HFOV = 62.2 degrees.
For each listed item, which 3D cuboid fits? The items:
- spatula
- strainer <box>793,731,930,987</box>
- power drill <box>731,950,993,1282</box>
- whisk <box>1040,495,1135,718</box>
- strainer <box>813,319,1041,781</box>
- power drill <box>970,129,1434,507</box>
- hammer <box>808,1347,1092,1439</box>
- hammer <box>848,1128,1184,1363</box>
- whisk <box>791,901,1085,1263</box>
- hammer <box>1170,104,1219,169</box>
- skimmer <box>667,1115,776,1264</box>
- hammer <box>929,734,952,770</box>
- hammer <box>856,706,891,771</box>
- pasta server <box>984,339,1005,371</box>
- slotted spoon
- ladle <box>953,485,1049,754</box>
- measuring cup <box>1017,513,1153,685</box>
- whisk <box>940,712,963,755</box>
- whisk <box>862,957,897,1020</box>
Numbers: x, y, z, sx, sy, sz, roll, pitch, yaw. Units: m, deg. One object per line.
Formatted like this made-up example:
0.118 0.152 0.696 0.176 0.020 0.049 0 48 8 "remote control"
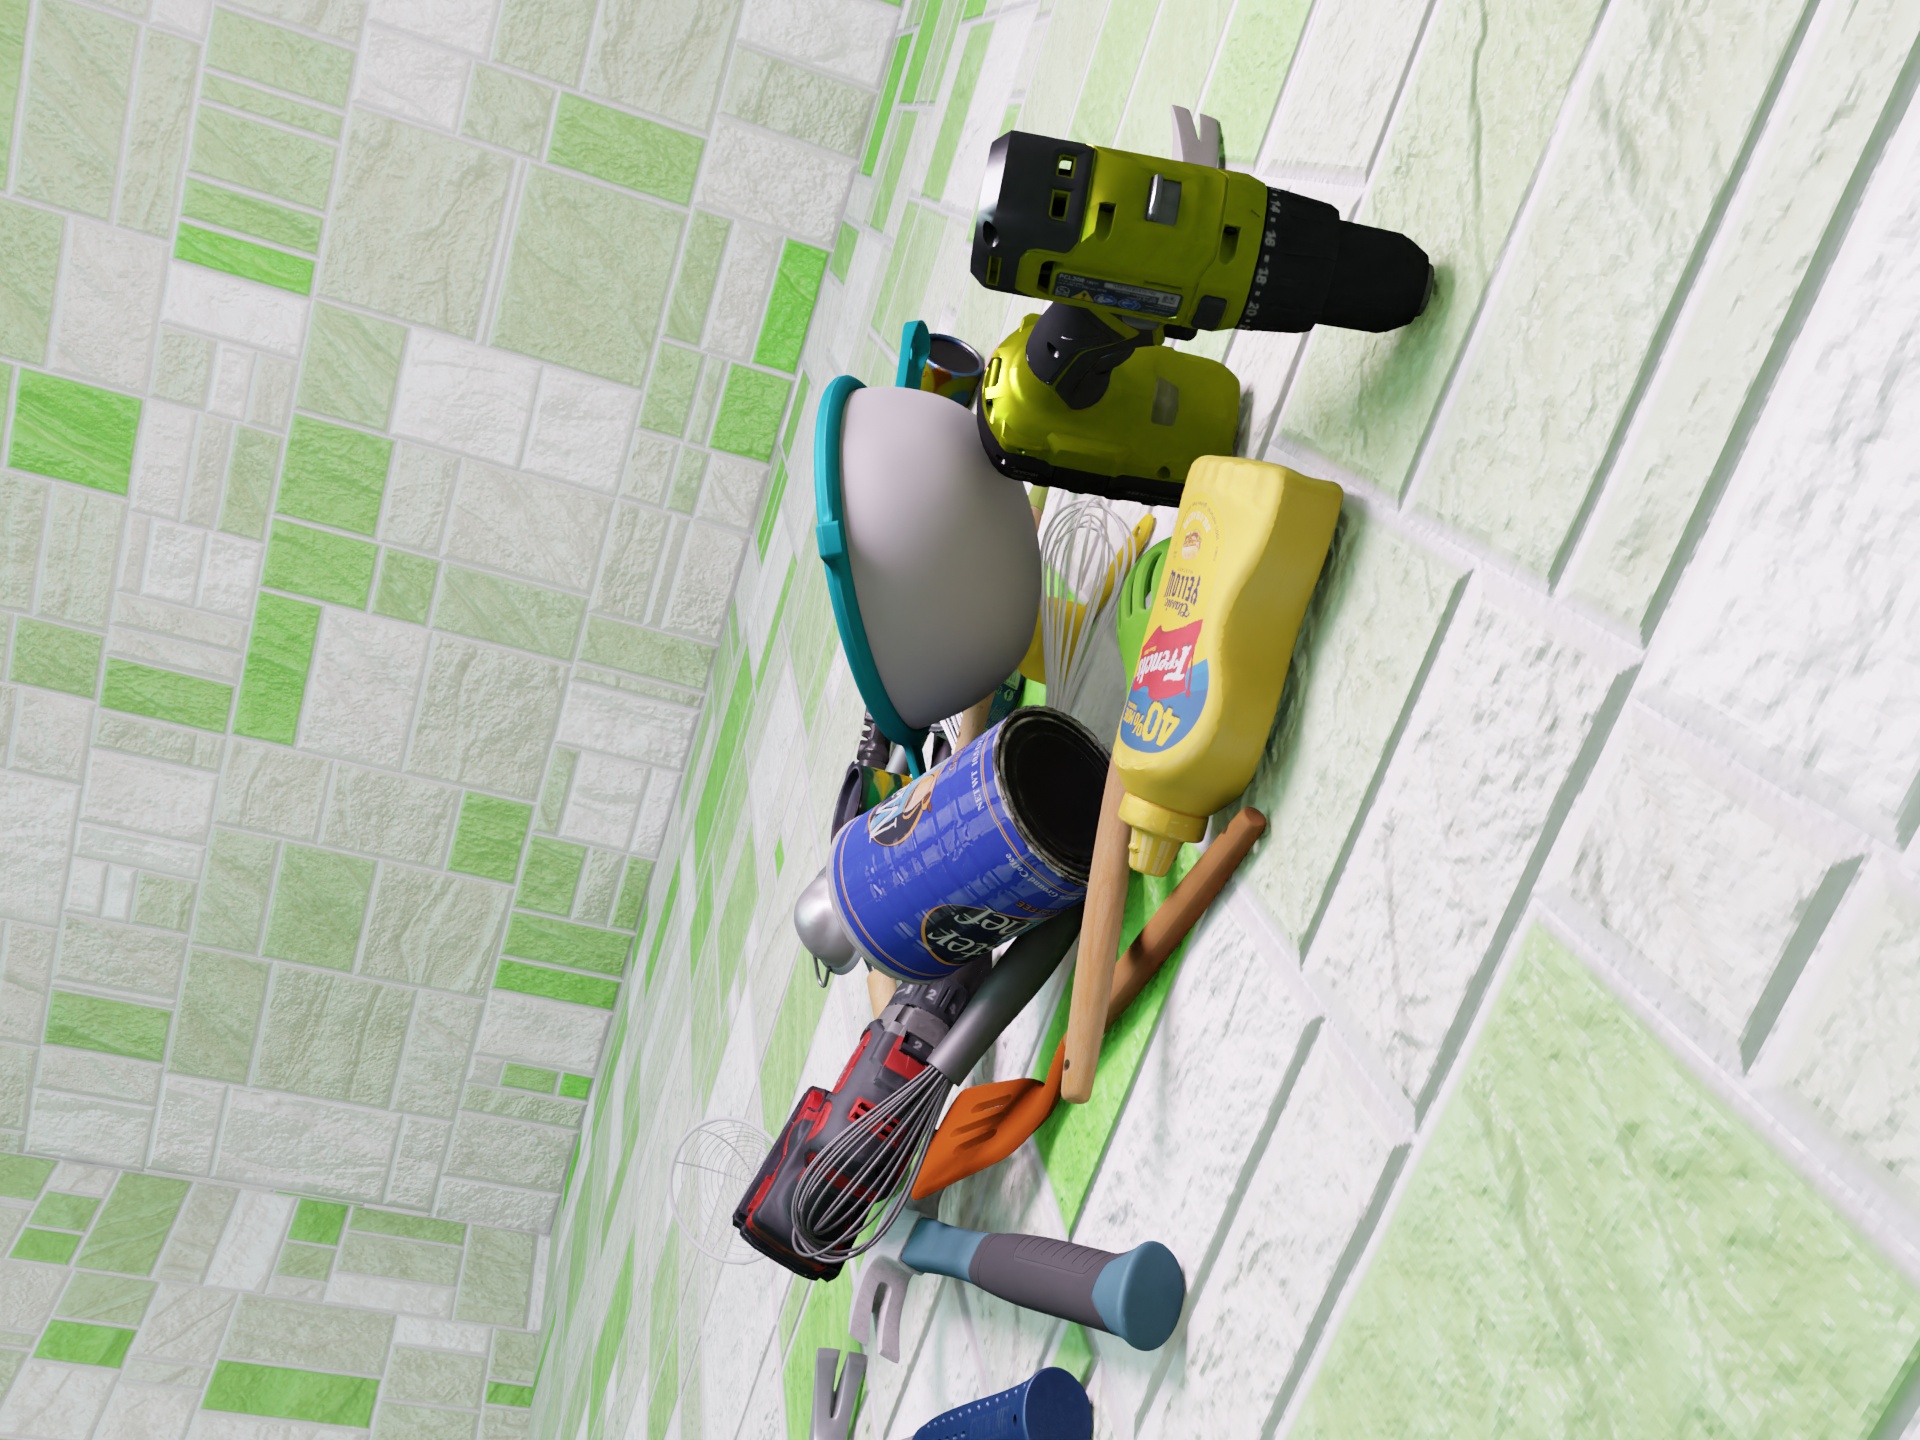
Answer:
0.060 0.145 0.795 0.322 0.041 0.081 -61 -1 40 "spatula"
-0.074 0.092 1.190 0.087 0.050 0.258 43 114 45 "strainer"
-0.055 0.241 1.006 0.188 0.080 0.226 -58 -1 -40 "power drill"
0.057 -0.009 0.929 0.059 0.058 0.246 -9 -70 -66 "whisk"
-0.003 -0.141 0.934 0.341 0.095 0.210 -86 -17 -44 "strainer"
0.097 -0.179 0.744 0.228 0.190 0.080 105 176 -76 "power drill"
-0.025 0.400 0.880 0.405 0.035 0.144 126 153 -55 "hammer"
0.020 0.271 0.800 0.128 0.033 0.331 -60 12 -22 "hammer"
-0.008 0.187 0.848 0.239 0.055 0.055 -51 10 -12 "whisk"
0.107 -0.347 1.096 0.331 0.031 0.130 -122 47 -70 "hammer"
-0.148 0.361 1.264 0.127 0.090 0.363 66 152 11 "skimmer"
-0.011 0.016 1.186 0.146 0.035 0.335 135 146 -62 "hammer"
-0.046 -0.058 1.287 0.336 0.034 0.127 116 163 -66 "hammer"
0.035 -0.169 1.212 0.060 0.040 0.316 129 148 -57 "pasta server"
0.081 0.034 0.781 0.070 0.031 0.314 -42 31 57 "slotted spoon"
0.030 -0.120 1.045 0.078 0.062 0.320 128 159 -64 "ladle"
0.073 -0.078 0.976 0.156 0.029 0.062 123 156 -49 "measuring cup"
-0.001 -0.004 1.032 0.070 0.070 0.285 122 139 -49 "whisk"
-0.061 0.185 1.219 0.245 0.051 0.047 -109 15 -57 "whisk"
